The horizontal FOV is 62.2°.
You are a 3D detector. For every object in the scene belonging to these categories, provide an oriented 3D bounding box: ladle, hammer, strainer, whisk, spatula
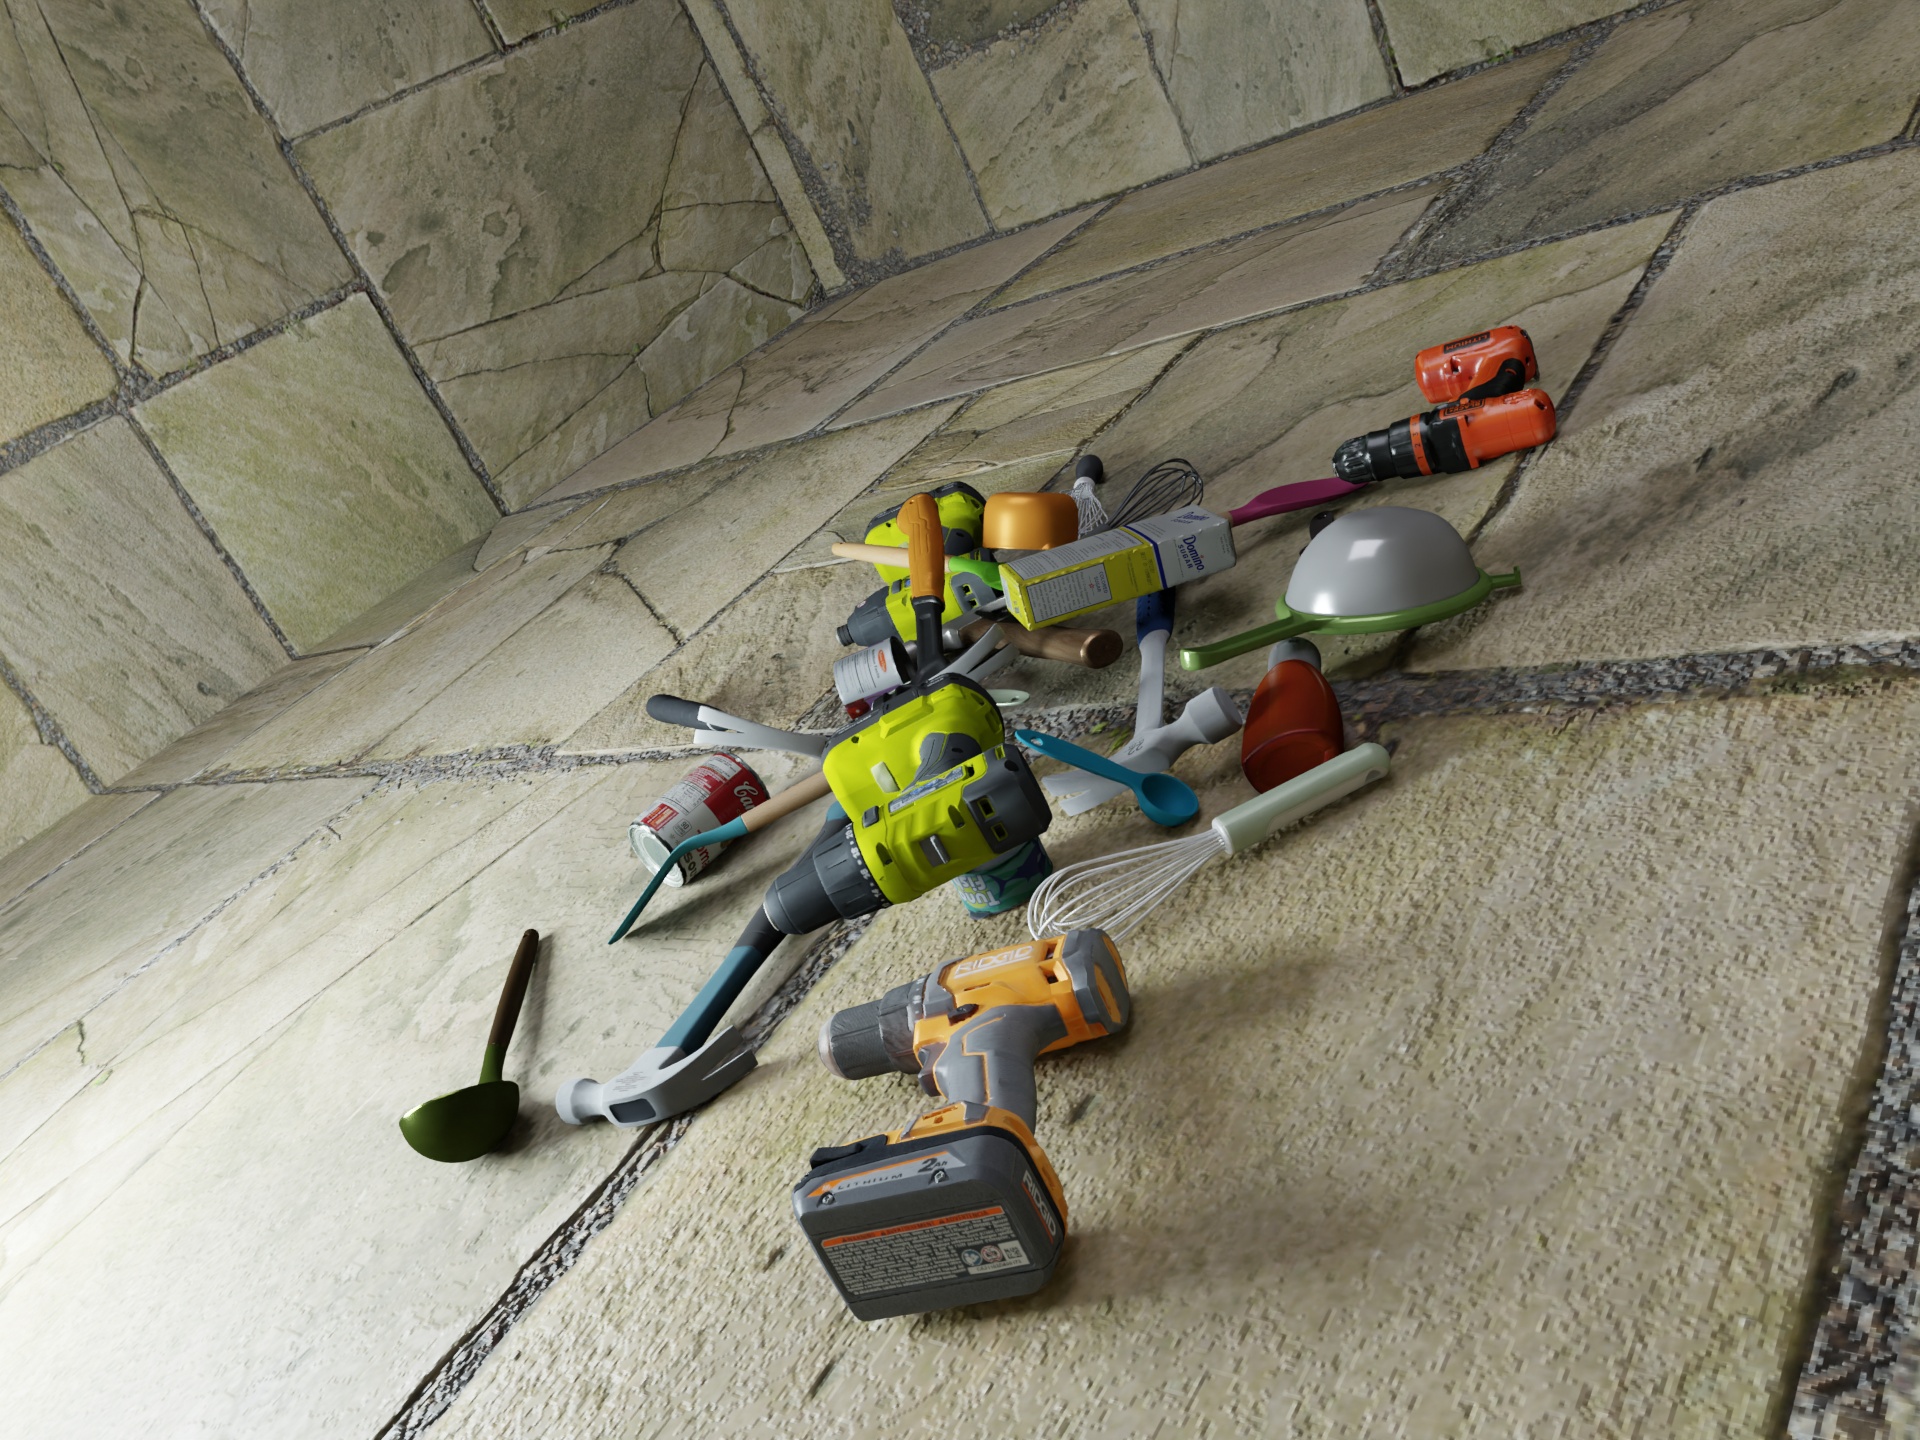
[{"bbox_3d":[-0.344,0.221,1.171,0.078,0.062,0.320,-23,20,2],"label":"ladle"},{"bbox_3d":[0.053,-0.070,1.337,0.130,0.031,0.331,-29,15,-15],"label":"hammer"},{"bbox_3d":[0.252,-0.099,1.107,0.256,0.069,0.152,-19,19,-27],"label":"strainer"},{"bbox_3d":[0.127,-0.159,1.387,0.239,0.055,0.055,-36,24,-25],"label":"whisk"},{"bbox_3d":[-0.144,0.157,1.117,0.128,0.033,0.331,-12,27,34],"label":"hammer"},{"bbox_3d":[-0.023,-0.117,1.388,0.127,0.034,0.337,-33,30,17],"label":"hammer"},{"bbox_3d":[0.145,-0.055,1.235,0.144,0.035,0.406,-32,17,21],"label":"hammer"},{"bbox_3d":[-0.221,0.003,1.460,0.149,0.036,0.409,11,-1,-27],"label":"hammer"},{"bbox_3d":[-0.140,0.079,1.243,0.317,0.044,0.082,-28,-3,-7],"label":"spatula"},{"bbox_3d":[0.125,-0.229,1.628,0.070,0.070,0.285,-19,20,17],"label":"whisk"},{"bbox_3d":[0.153,0.075,0.966,0.246,0.057,0.059,-26,57,-6],"label":"whisk"}]

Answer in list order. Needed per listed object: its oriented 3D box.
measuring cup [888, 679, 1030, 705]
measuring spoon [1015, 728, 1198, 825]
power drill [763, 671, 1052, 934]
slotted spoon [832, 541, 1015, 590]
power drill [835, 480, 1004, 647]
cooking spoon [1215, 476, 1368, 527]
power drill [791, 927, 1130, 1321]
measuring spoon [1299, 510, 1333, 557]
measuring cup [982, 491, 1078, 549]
[{"bbox_3d":[-0.002,-0.004,1.304,0.168,0.038,0.083,-1,34,43],"label":"measuring cup"},{"bbox_3d":[0.093,0.039,1.042,0.128,0.021,0.042,23,35,4],"label":"measuring spoon"},{"bbox_3d":[-0.041,0.057,1.089,0.190,0.080,0.229,-27,17,6],"label":"power drill"},{"bbox_3d":[-0.021,-0.150,1.498,0.070,0.031,0.314,-30,28,-34],"label":"slotted spoon"},{"bbox_3d":[-0.040,-0.152,1.612,0.171,0.080,0.223,-21,27,12],"label":"power drill"},{"bbox_3d":[0.208,-0.165,1.365,0.319,0.017,0.069,-18,22,-15],"label":"cooking spoon"},{"bbox_3d":[-0.015,0.200,0.830,0.185,0.084,0.226,-18,20,22],"label":"power drill"},{"bbox_3d":[0.302,-0.151,1.323,0.034,0.018,0.124,-18,17,21],"label":"measuring spoon"},{"bbox_3d":[0.104,-0.185,1.463,0.173,0.052,0.095,-4,9,-20],"label":"measuring cup"}]
